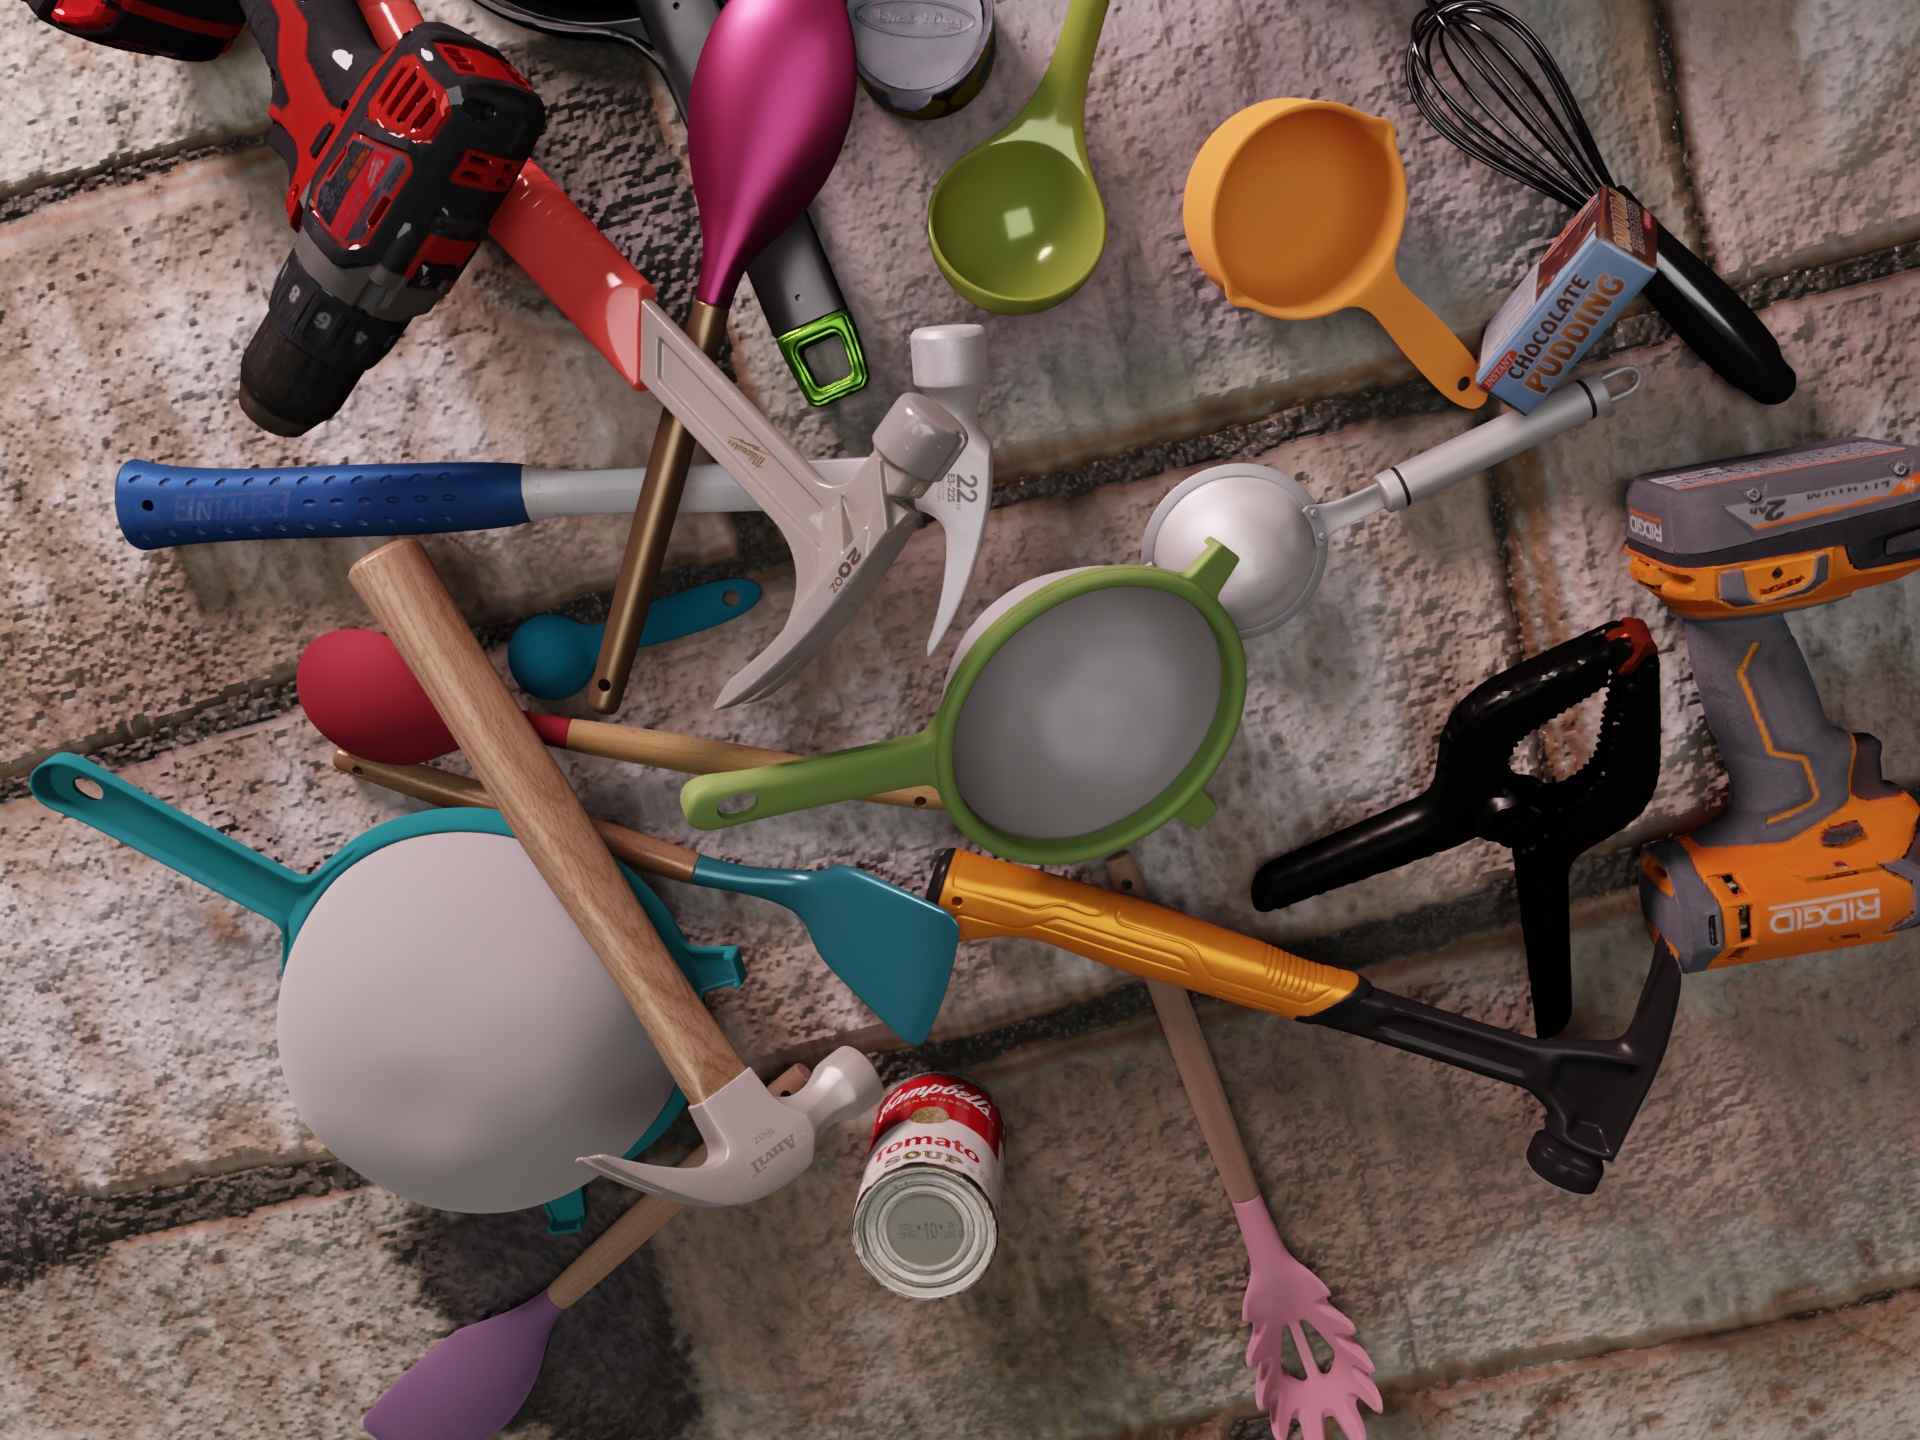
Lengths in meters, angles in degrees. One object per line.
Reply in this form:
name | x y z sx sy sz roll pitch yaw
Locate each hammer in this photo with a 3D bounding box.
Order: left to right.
hammer | -0.186 -0.098 0.726 0.405 0.035 0.144 -1 107 7
hammer | -0.170 0.067 0.703 0.331 0.130 0.031 57 143 0
hammer | -0.159 -0.176 0.662 0.359 0.036 0.149 47 113 14
hammer | 0.149 0.114 0.731 0.337 0.034 0.127 16 111 4

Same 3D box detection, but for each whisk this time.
whisk | 0.280 -0.222 0.687 0.239 0.055 0.055 42 100 -9

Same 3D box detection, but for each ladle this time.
ladle | -0.159 0.012 0.754 0.315 0.031 0.069 10 118 -5
ladle | 0.062 -0.321 0.643 0.078 0.062 0.320 19 113 -1

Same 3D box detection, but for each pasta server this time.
pasta server | 0.132 0.212 0.779 0.060 0.040 0.316 -20 98 5

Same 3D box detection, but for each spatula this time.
spatula | -0.188 0.283 0.819 0.316 0.018 0.059 -44 105 10
spatula | -0.154 0.068 0.764 0.317 0.044 0.082 17 122 1

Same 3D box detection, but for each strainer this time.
strainer | -0.285 0.121 0.732 0.340 0.095 0.211 31 110 -9
strainer | -0.001 -0.002 0.704 0.256 0.069 0.151 -12 125 -15
strainer | 0.187 -0.101 0.718 0.258 0.050 0.086 -25 114 4

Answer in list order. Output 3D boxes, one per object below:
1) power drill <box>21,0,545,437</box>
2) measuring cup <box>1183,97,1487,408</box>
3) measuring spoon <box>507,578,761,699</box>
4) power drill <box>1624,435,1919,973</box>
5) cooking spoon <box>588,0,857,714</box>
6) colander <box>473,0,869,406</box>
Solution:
power drill | -0.289 -0.250 0.658 0.227 0.080 0.188 49 116 10
measuring cup | 0.169 -0.198 0.700 0.173 0.052 0.095 36 102 -28
measuring spoon | -0.156 -0.042 0.753 0.128 0.021 0.042 -18 99 6
power drill | 0.385 -0.005 0.706 0.164 0.084 0.226 -10 104 4
cooking spoon | -0.112 -0.151 0.673 0.069 0.017 0.319 19 104 5
colander | -0.131 -0.322 0.662 0.204 0.094 0.397 -22 99 7
